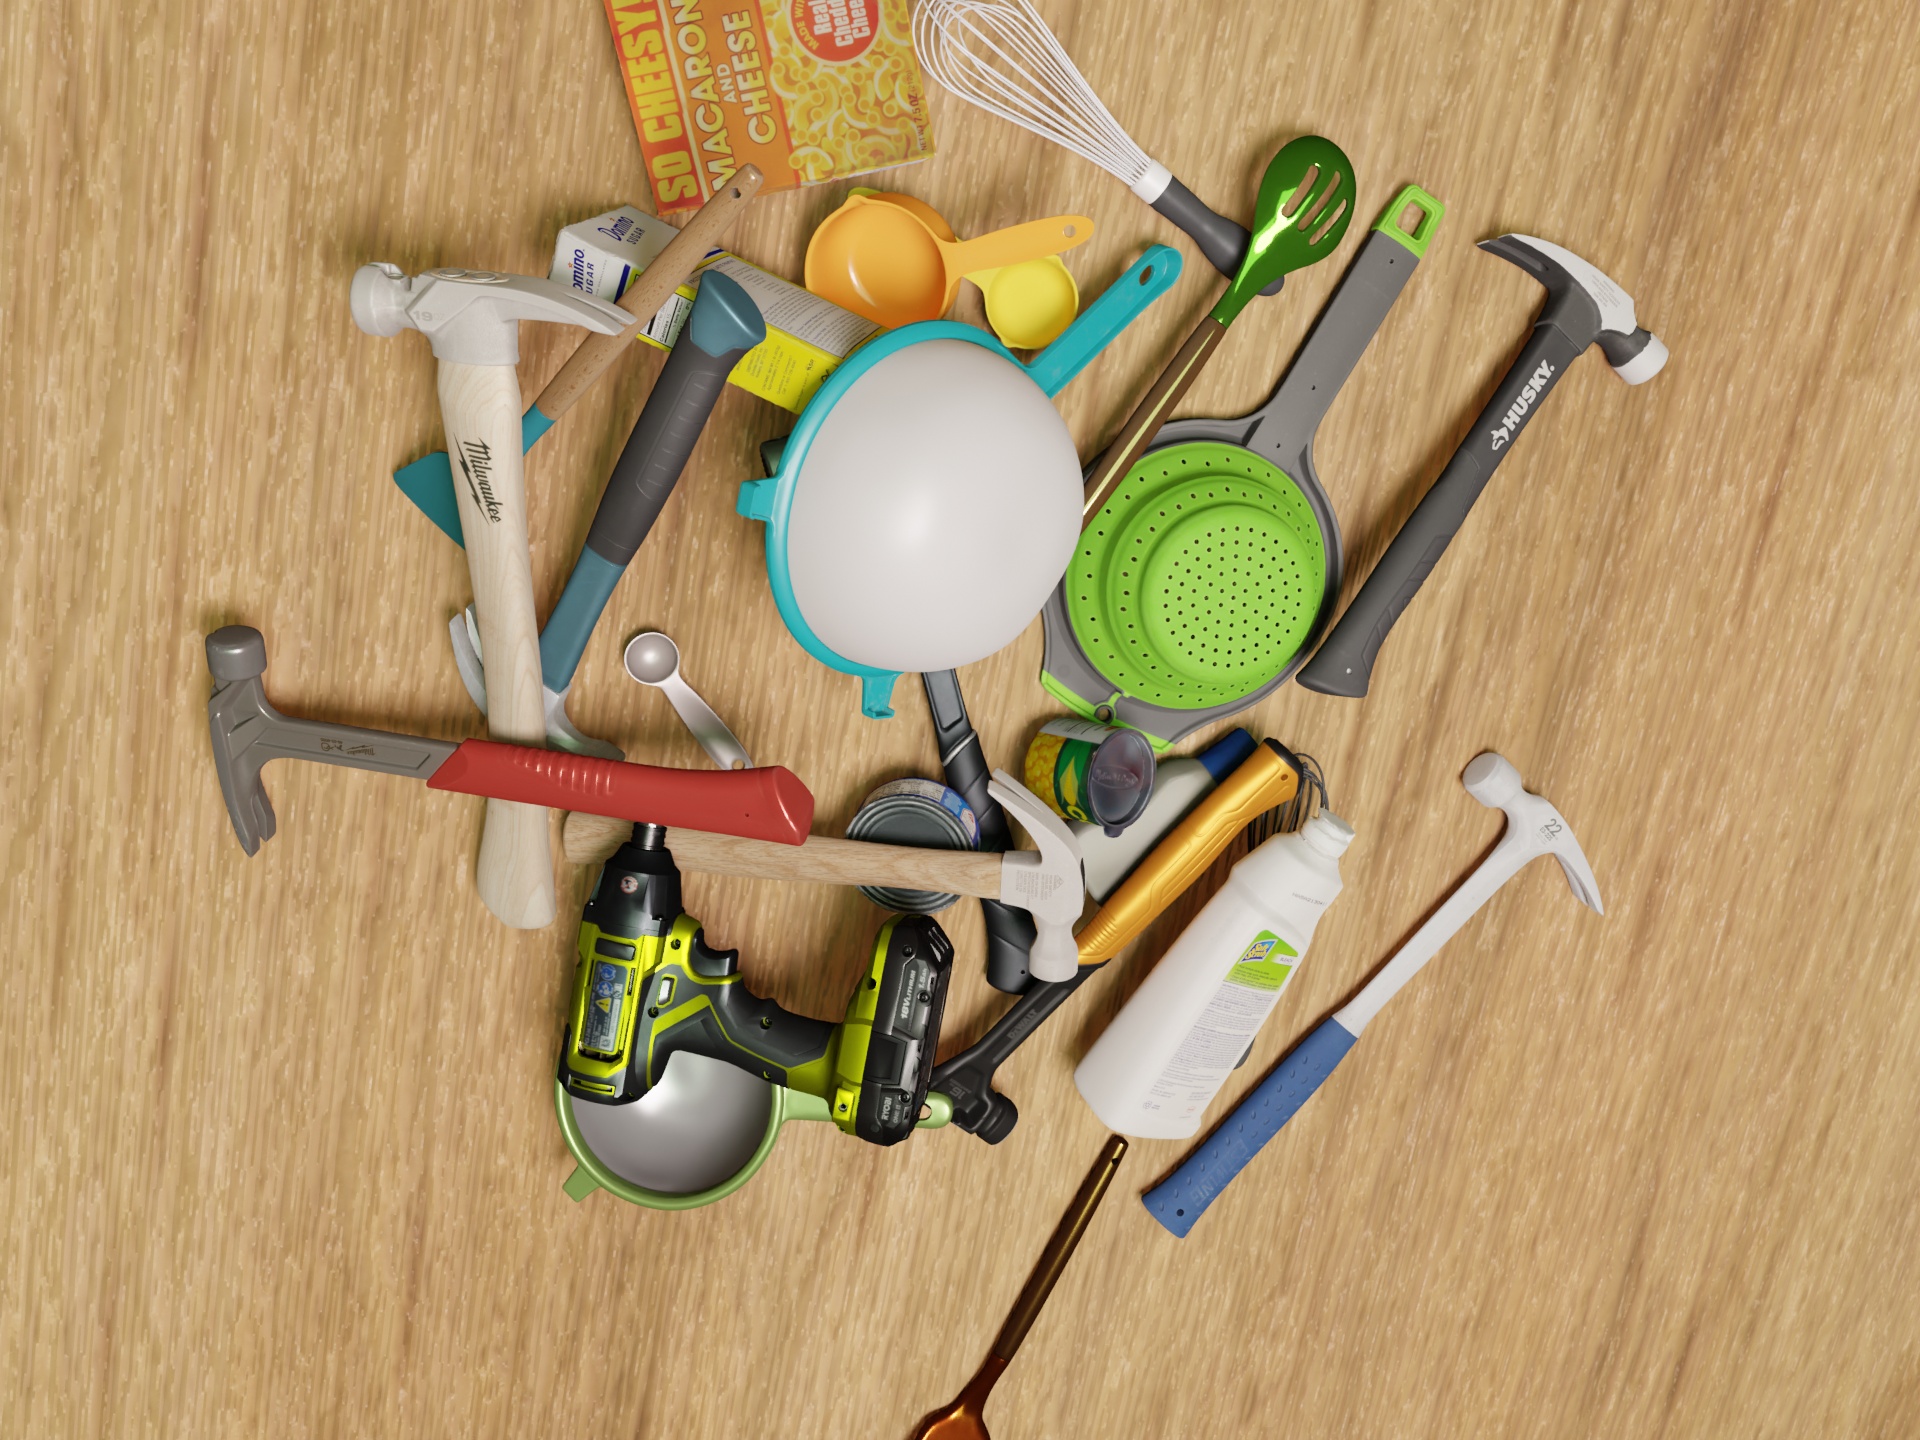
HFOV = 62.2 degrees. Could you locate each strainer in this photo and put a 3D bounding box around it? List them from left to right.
[{"bbox_3d":[-0.131,0.239,1.039,0.256,0.069,0.151,3,92,3],"label":"strainer"},{"bbox_3d":[0.043,-0.154,0.907,0.340,0.095,0.210,-46,139,-16],"label":"strainer"}]

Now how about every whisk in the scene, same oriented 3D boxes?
[{"bbox_3d":[0.090,-0.345,0.956,0.284,0.070,0.070,33,97,-21],"label":"whisk"},{"bbox_3d":[0.212,0.136,1.099,0.055,0.055,0.239,6,107,-11],"label":"whisk"}]

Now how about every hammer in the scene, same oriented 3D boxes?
[{"bbox_3d":[-0.263,0.038,0.927,0.359,0.037,0.149,9,121,7],"label":"hammer"},{"bbox_3d":[-0.253,-0.050,0.917,0.146,0.038,0.410,9,120,8],"label":"hammer"},{"bbox_3d":[-0.195,-0.107,0.911,0.128,0.033,0.331,33,121,-4],"label":"hammer"},{"bbox_3d":[-0.087,0.085,0.994,0.331,0.031,0.130,5,113,7],"label":"hammer"},{"bbox_3d":[-0.002,-0.003,1.035,0.149,0.036,0.408,-17,107,-6],"label":"hammer"},{"bbox_3d":[0.092,0.135,1.046,0.337,0.034,0.127,-46,120,7],"label":"hammer"},{"bbox_3d":[0.287,0.215,1.137,0.144,0.035,0.405,41,94,-16],"label":"hammer"},{"bbox_3d":[0.315,-0.154,1.013,0.146,0.035,0.335,38,83,-18],"label":"hammer"}]

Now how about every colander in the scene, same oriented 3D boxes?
[{"bbox_3d":[0.199,-0.155,0.998,0.204,0.094,0.397,29,98,-15],"label":"colander"}]

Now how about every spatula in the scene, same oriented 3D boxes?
[{"bbox_3d":[-0.210,-0.193,0.878,0.082,0.044,0.317,44,118,-13],"label":"spatula"},{"bbox_3d":[0.044,0.445,1.152,0.081,0.041,0.322,25,98,-14],"label":"spatula"}]

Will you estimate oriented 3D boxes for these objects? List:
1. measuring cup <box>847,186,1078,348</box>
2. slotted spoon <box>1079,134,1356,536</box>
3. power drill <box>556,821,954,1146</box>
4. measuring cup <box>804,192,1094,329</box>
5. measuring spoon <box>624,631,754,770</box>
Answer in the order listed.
[{"bbox_3d":[0.001,-0.282,0.975,0.156,0.029,0.062,30,100,-3],"label":"measuring cup"},{"bbox_3d":[0.143,-0.220,0.972,0.070,0.031,0.314,34,95,-28],"label":"slotted spoon"},{"bbox_3d":[-0.124,0.161,0.964,0.223,0.080,0.171,11,93,7],"label":"power drill"},{"bbox_3d":[-0.003,-0.273,0.928,0.173,0.052,0.095,-8,114,17],"label":"measuring cup"},{"bbox_3d":[-0.171,-0.007,1.018,0.034,0.018,0.124,-35,114,0],"label":"measuring spoon"}]
